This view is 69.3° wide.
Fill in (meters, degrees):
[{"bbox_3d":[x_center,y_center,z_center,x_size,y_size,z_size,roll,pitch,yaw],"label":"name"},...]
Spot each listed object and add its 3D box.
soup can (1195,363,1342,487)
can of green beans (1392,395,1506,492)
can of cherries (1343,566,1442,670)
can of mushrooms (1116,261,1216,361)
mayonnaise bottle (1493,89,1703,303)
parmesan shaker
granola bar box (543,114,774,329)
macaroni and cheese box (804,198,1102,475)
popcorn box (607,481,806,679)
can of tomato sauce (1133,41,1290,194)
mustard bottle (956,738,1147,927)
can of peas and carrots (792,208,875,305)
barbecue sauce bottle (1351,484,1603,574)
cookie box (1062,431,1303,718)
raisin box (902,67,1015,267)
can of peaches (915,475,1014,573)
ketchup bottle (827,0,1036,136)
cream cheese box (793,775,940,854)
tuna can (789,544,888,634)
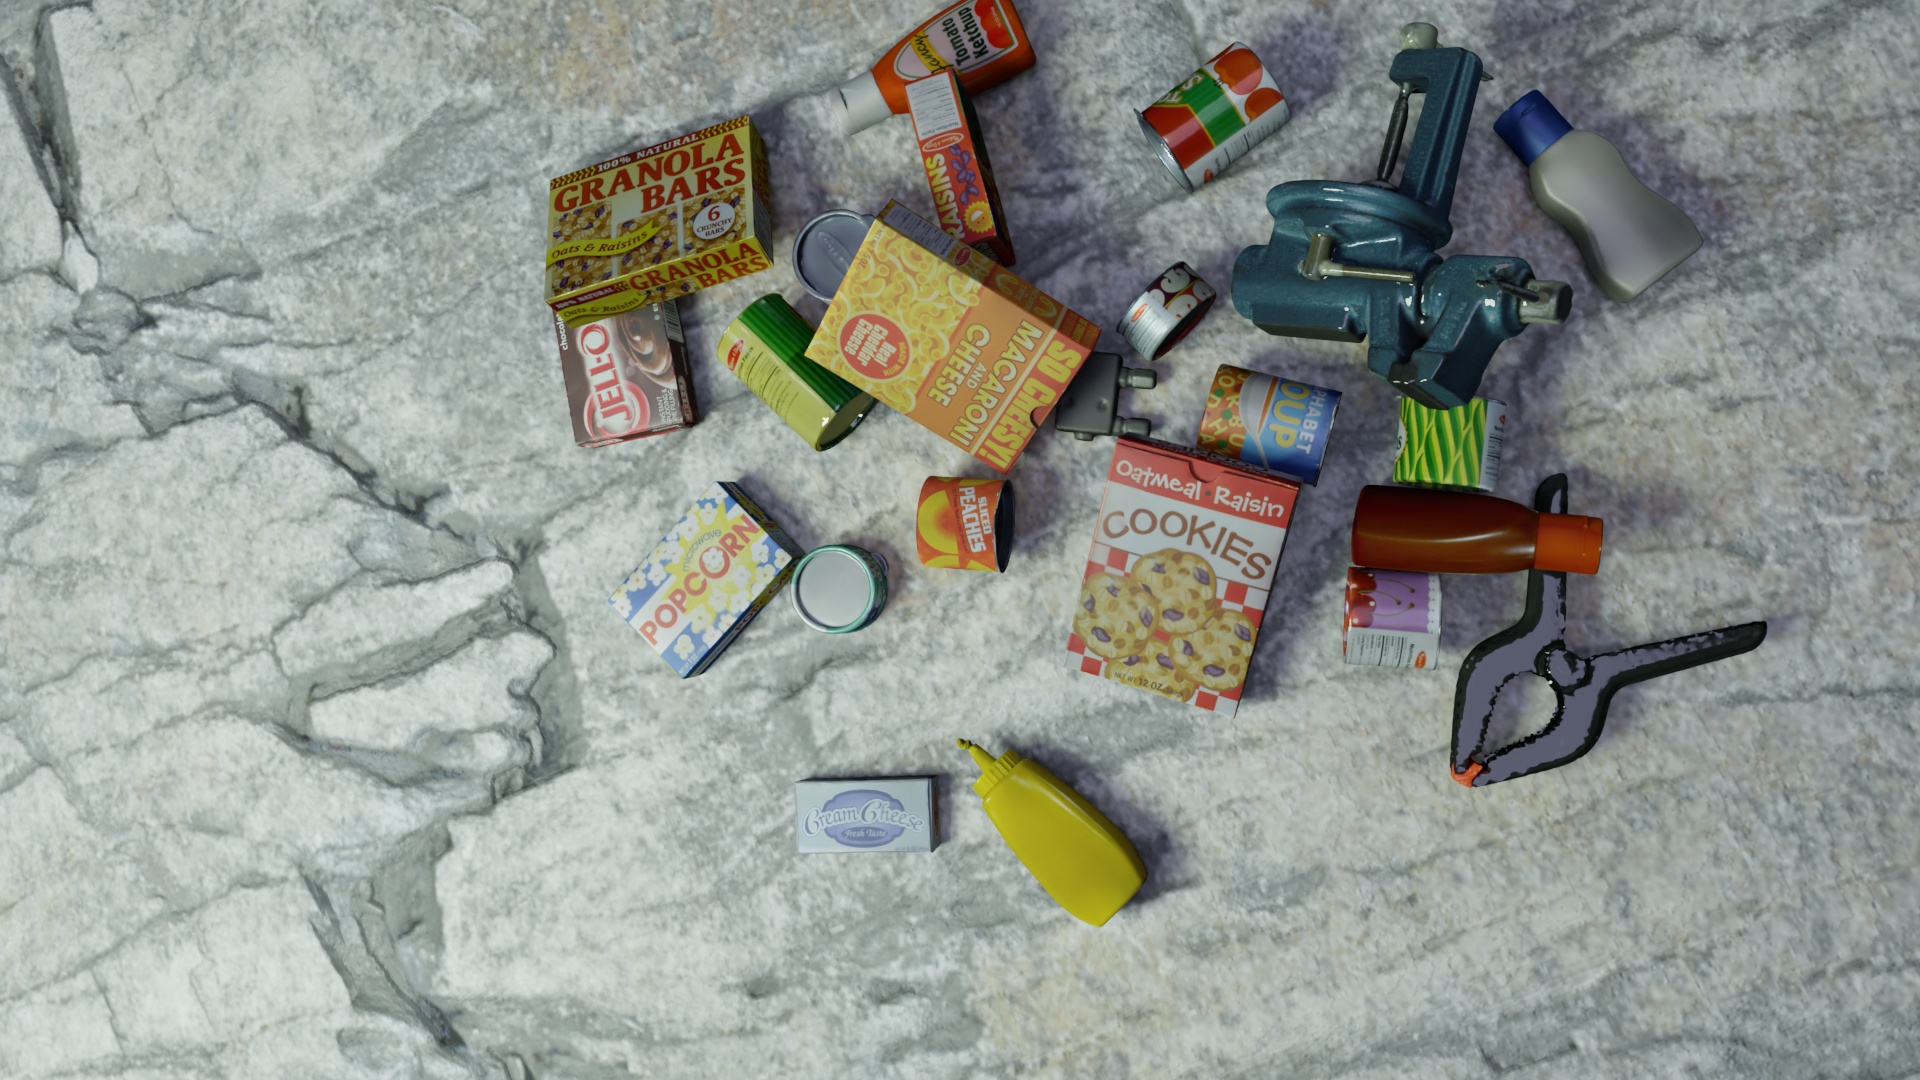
[{"bbox_3d":[0.208,-0.080,0.935,0.084,0.071,0.071,16,92,12],"label":"soup can"},{"bbox_3d":[0.321,-0.064,0.913,0.071,0.071,0.058,7,90,12],"label":"can of green beans"},{"bbox_3d":[0.285,0.049,0.918,0.058,0.071,0.071,2,89,13],"label":"can of cherries"},{"bbox_3d":[0.143,-0.158,0.956,0.071,0.071,0.033,-45,80,7],"label":"can of mushrooms"},{"bbox_3d":[0.413,-0.230,0.913,0.064,0.041,0.148,-38,80,7],"label":"mayonnaise bottle"},{"bbox_3d":[-0.118,-0.120,1.011,0.103,0.071,0.071,43,97,9],"label":"parmesan shaker"},{"bbox_3d":[-0.222,-0.235,1.026,0.165,0.039,0.125,-14,59,11],"label":"granola bar box"},{"bbox_3d":[-0.007,-0.135,0.949,0.166,0.040,0.123,31,128,-4],"label":"macaroni and cheese box"},{"bbox_3d":[-0.188,0.029,1.033,0.085,0.038,0.126,44,97,11],"label":"popcorn box"},{"bbox_3d":[0.172,-0.291,0.952,0.083,0.071,0.071,-36,82,8],"label":"can of tomato sauce"},{"bbox_3d":[0.057,0.193,0.969,0.160,0.049,0.065,45,97,11],"label":"mustard bottle"},{"bbox_3d":[-0.080,-0.203,1.008,0.071,0.059,0.071,0,88,12],"label":"can of peas and carrots"},{"bbox_3d":[0.331,-0.004,0.895,0.148,0.065,0.043,6,128,22],"label":"barbecue sauce bottle"},{"bbox_3d":[0.148,0.022,0.936,0.123,0.040,0.166,16,109,12],"label":"cookie box"},{"bbox_3d":[0.000,-0.256,0.978,0.040,0.086,0.123,-16,85,10],"label":"raisin box"},{"bbox_3d":[0.003,-0.012,0.977,0.058,0.071,0.071,4,89,13],"label":"can of peaches"},{"bbox_3d":[-0.023,-0.342,1.008,0.149,0.043,0.065,-24,79,11],"label":"ketchup bottle"},{"bbox_3d":[-0.068,0.199,1.008,0.104,0.024,0.053,-3,87,12],"label":"cream cheese box"},{"bbox_3d":[-0.087,0.034,1.014,0.071,0.033,0.071,0,88,13],"label":"tuna can"}]
